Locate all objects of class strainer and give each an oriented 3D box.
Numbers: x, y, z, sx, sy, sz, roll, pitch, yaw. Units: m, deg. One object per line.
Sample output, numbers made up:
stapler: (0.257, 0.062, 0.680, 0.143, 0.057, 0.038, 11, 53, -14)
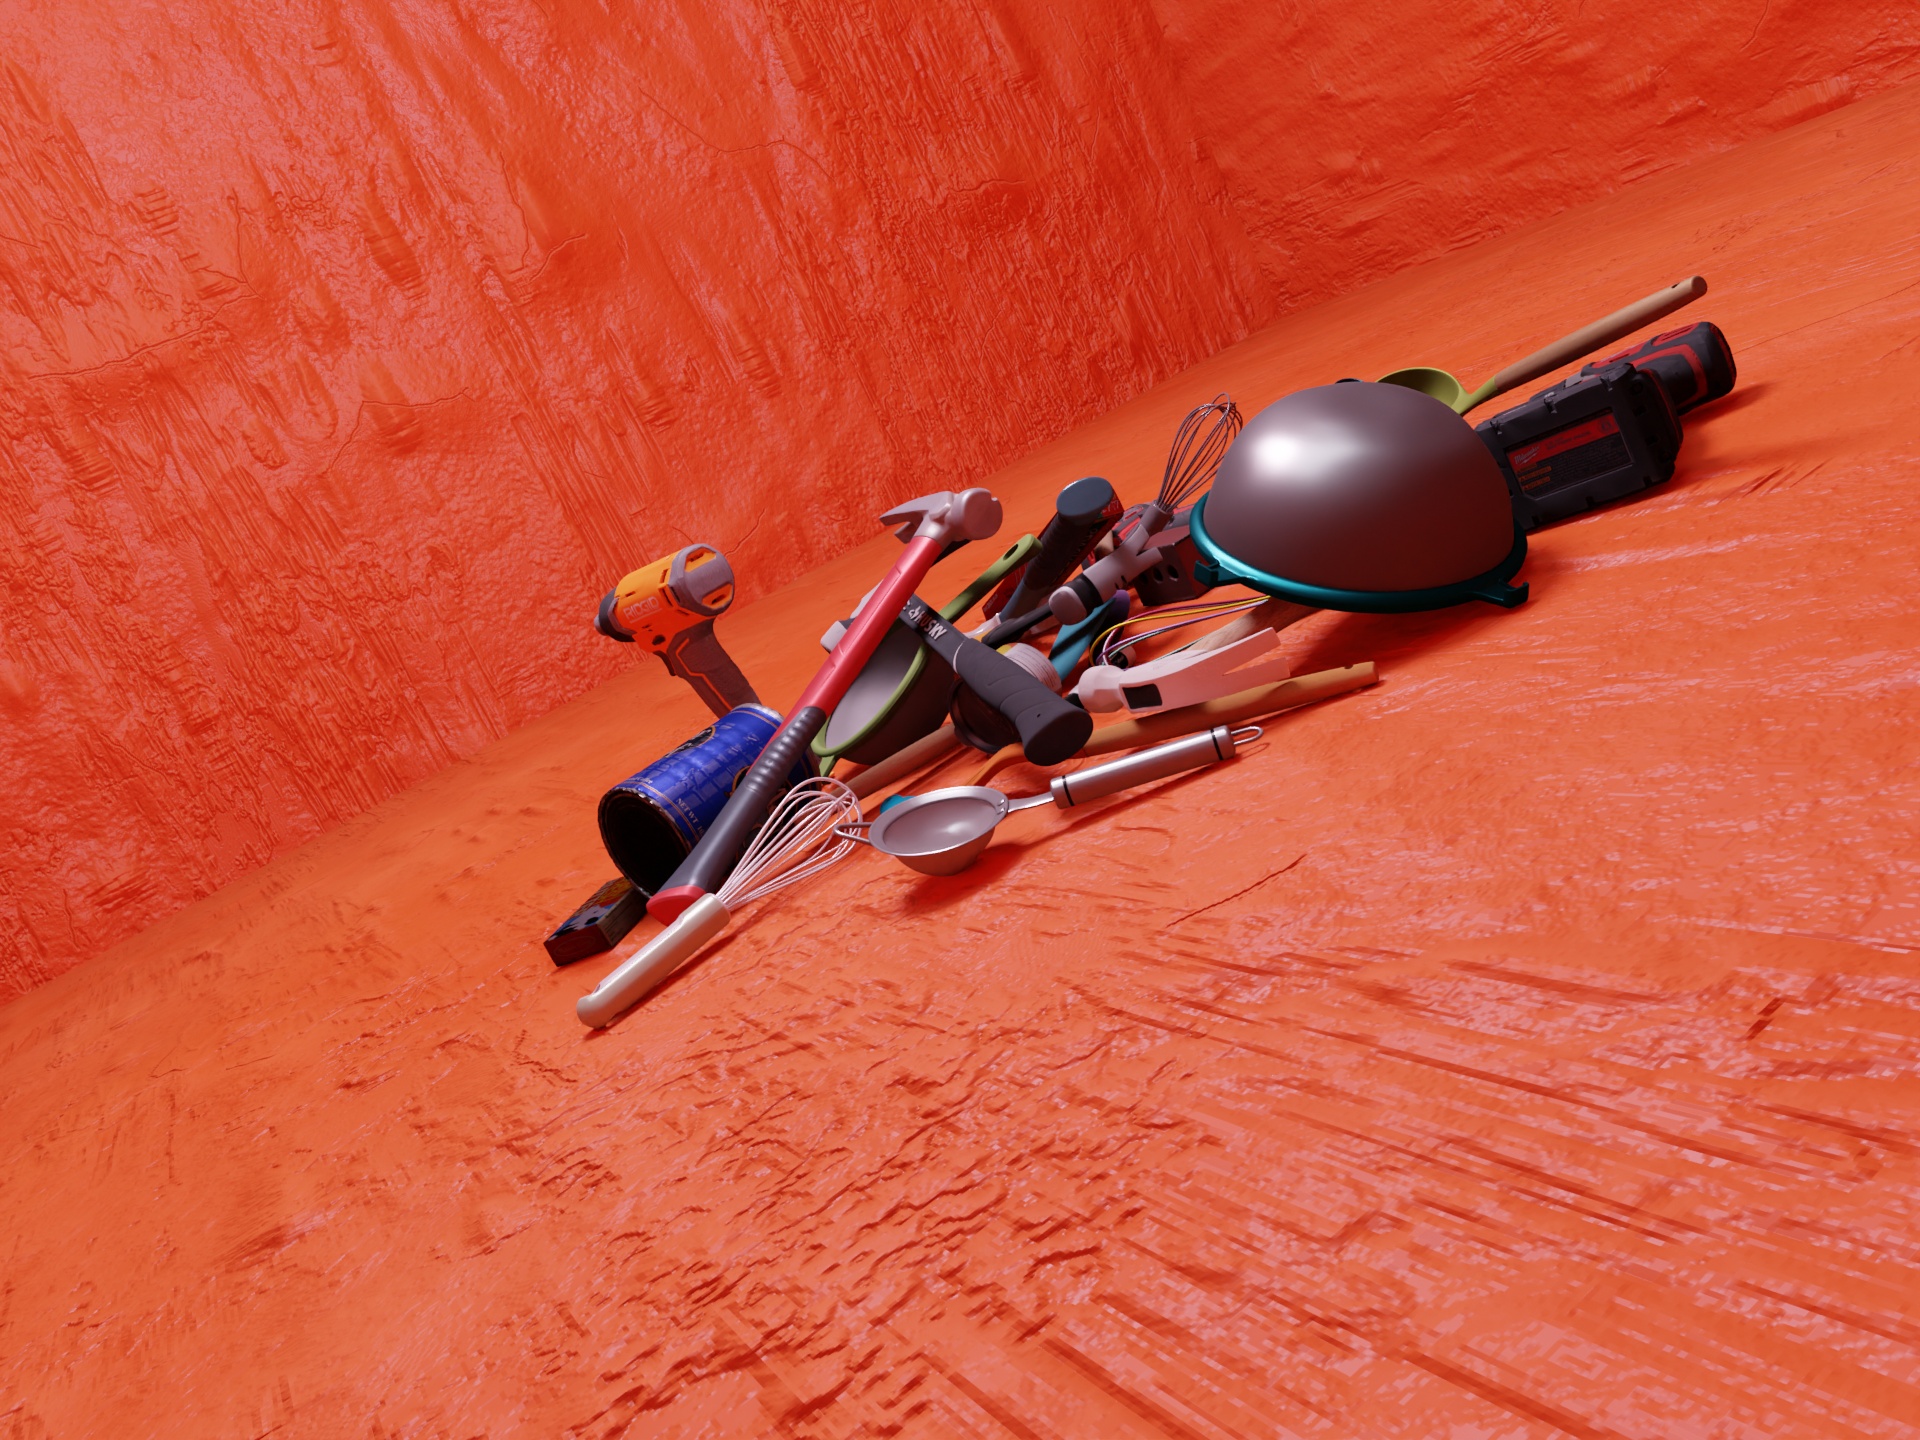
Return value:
strainer: (0.053, 0.047, 0.931, 0.258, 0.050, 0.087, -18, 20, 11)
strainer: (-0.014, -0.048, 1.277, 0.256, 0.069, 0.152, -41, 25, 23)
strainer: (0.264, -0.190, 1.049, 0.211, 0.095, 0.341, 5, 34, 10)

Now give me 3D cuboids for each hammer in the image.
hammer: (0.026, -0.067, 1.352, 0.337, 0.034, 0.127, -27, 8, 48)
hammer: (0.069, -0.127, 1.370, 0.128, 0.033, 0.331, -18, -12, -15)
hammer: (0.004, -0.052, 1.128, 0.149, 0.036, 0.409, -48, 25, 1)
hammer: (-0.111, -0.014, 1.166, 0.143, 0.038, 0.386, -1, 51, 58)
hammer: (0.234, -0.087, 1.035, 0.331, 0.031, 0.130, -30, 15, -28)

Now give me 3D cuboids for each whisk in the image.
whisk: (0.208, -0.081, 1.143, 0.245, 0.047, 0.051, -20, 12, 13)
whisk: (0.181, -0.193, 1.435, 0.239, 0.055, 0.055, -57, -7, 32)
whisk: (-0.154, 0.118, 1.046, 0.246, 0.059, 0.058, -40, 5, -33)

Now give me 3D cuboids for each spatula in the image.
spatula: (0.127, -0.123, 1.382, 0.059, 0.018, 0.316, -55, 12, 25)
spatula: (-0.002, -0.004, 1.227, 0.317, 0.044, 0.082, -30, 4, -28)
spatula: (0.104, 0.018, 0.991, 0.322, 0.041, 0.081, -15, 16, 27)

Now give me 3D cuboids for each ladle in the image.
ladle: (0.380, -0.249, 1.088, 0.078, 0.062, 0.320, -47, 9, -17)

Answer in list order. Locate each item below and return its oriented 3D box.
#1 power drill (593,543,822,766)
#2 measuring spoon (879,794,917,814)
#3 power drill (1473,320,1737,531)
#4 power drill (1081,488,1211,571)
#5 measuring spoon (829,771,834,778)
power drill: (-0.229, -0.031, 1.391, 0.164, 0.226, 0.084, -15, 16, 43)
measuring spoon: (-0.048, 0.060, 1.110, 0.042, 0.021, 0.129, -42, 12, -5)
power drill: (0.436, -0.208, 1.130, 0.188, 0.080, 0.227, -20, 10, 39)
power drill: (0.229, -0.196, 1.518, 0.220, 0.078, 0.143, -18, 14, 46)
measuring spoon: (-0.143, 0.070, 1.317, 0.021, 0.011, 0.117, -14, 14, 44)
